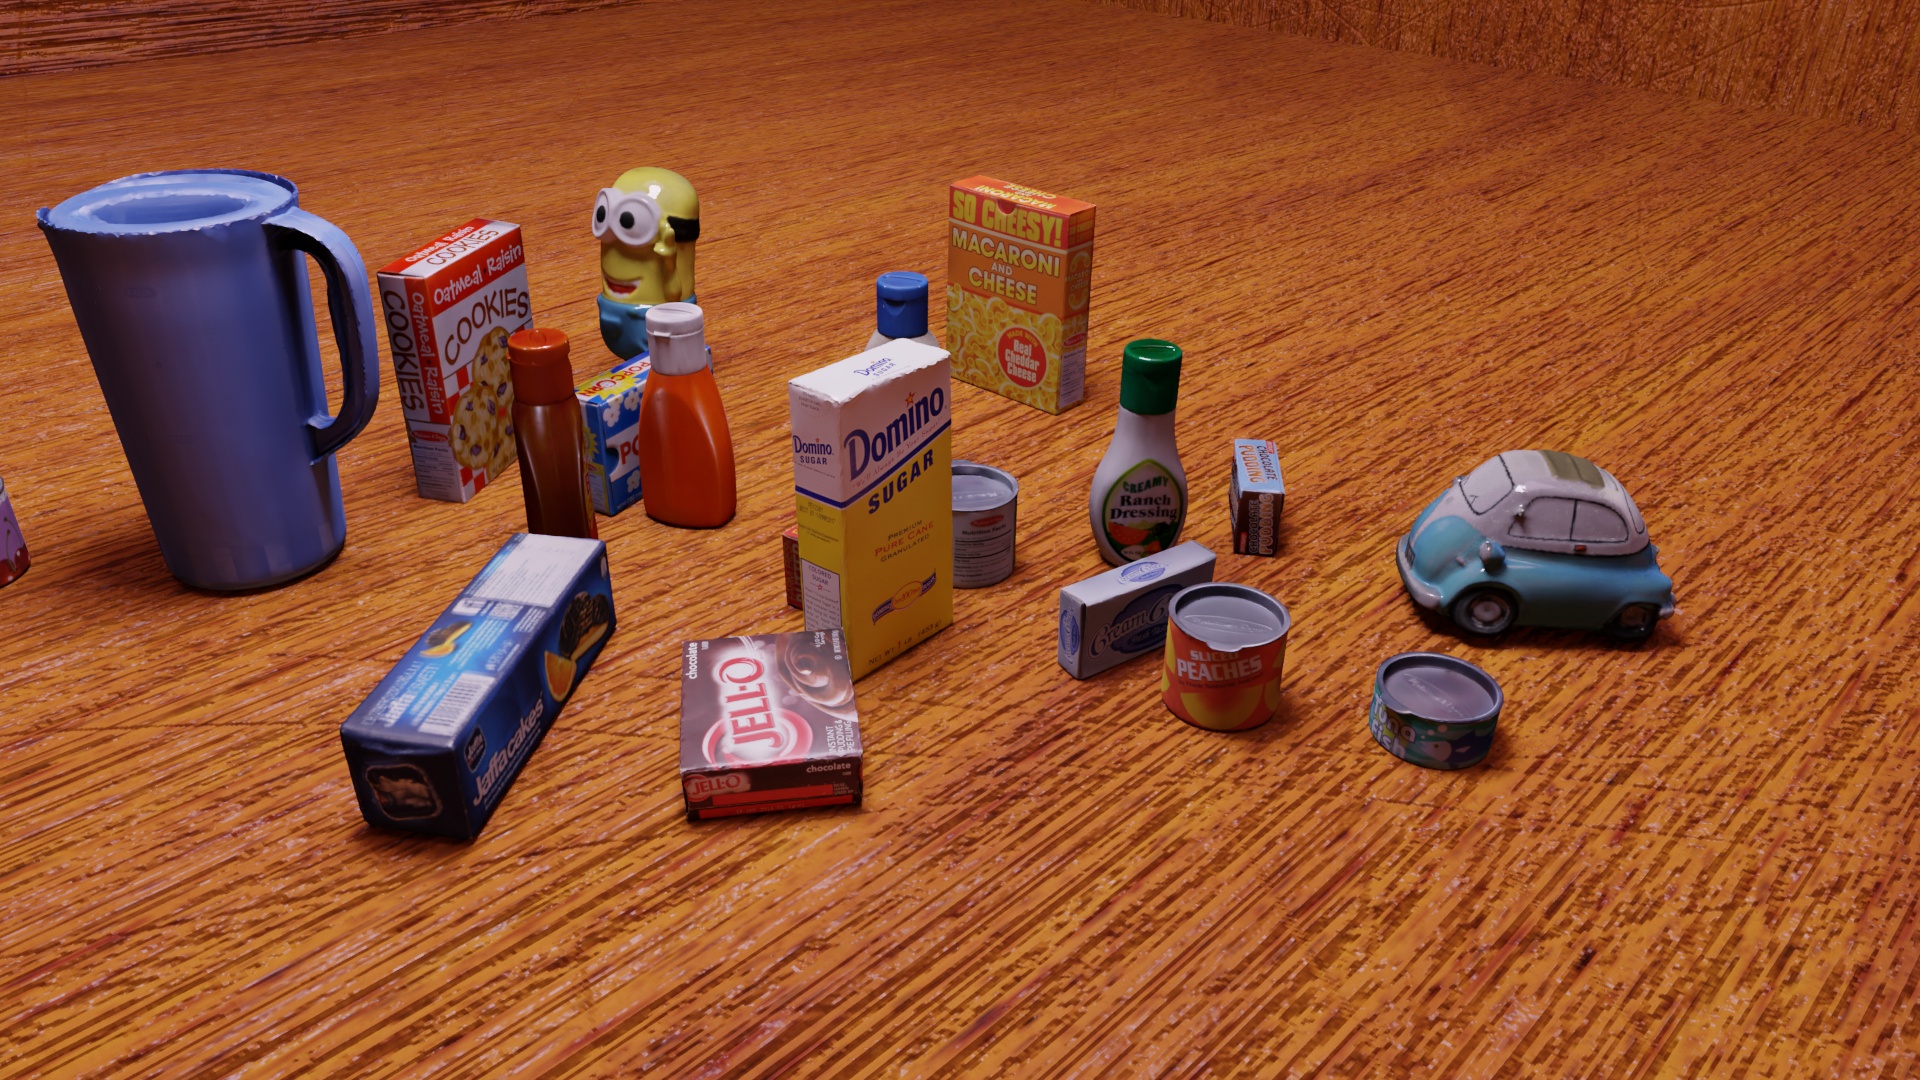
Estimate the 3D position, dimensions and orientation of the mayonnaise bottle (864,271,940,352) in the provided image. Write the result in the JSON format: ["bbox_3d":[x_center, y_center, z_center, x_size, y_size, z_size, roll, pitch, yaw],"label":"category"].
[{"bbox_3d":[-0.042,-0.116,0.994,0.065,0.147,0.041,9,30,14],"label":"mayonnaise bottle"}]

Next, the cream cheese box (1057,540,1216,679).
[{"bbox_3d":[0.104,0.040,0.818,0.104,0.053,0.024,-18,34,-30],"label":"cream cheese box"}]

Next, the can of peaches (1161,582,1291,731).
[{"bbox_3d":[0.146,0.065,0.770,0.071,0.057,0.071,1,29,0],"label":"can of peaches"}]

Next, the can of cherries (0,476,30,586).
[{"bbox_3d":[-0.624,-0.002,0.860,0.071,0.058,0.072,1,29,0],"label":"can of cherries"}]

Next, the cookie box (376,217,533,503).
[{"bbox_3d":[-0.349,-0.129,0.986,0.040,0.166,0.123,7,30,11],"label":"cookie box"}]

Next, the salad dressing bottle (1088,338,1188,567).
[{"bbox_3d":[0.117,-0.055,0.891,0.064,0.147,0.044,-1,29,-4],"label":"salad dressing bottle"}]

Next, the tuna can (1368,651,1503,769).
[{"bbox_3d":[0.255,0.092,0.752,0.071,0.032,0.071,1,29,0],"label":"tuna can"}]

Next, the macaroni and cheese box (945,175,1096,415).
[{"bbox_3d":[0.046,-0.199,1.125,0.124,0.165,0.040,24,36,35],"label":"macaroni and cheese box"}]

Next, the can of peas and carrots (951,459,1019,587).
[{"bbox_3d":[0.003,-0.011,0.900,0.071,0.058,0.071,1,29,0],"label":"can of peas and carrots"}]

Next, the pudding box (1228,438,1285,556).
[{"bbox_3d":[0.202,-0.031,0.952,0.030,0.049,0.084,4,29,6],"label":"pudding box"}]

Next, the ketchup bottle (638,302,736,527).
[{"bbox_3d":[-0.186,-0.083,0.928,0.065,0.148,0.044,9,30,14],"label":"ketchup bottle"}]

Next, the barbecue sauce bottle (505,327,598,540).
[{"bbox_3d":[-0.261,-0.060,0.885,0.044,0.147,0.065,-10,31,-19],"label":"barbecue sauce bottle"}]

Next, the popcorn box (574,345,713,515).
[{"bbox_3d":[-0.226,-0.084,0.993,0.038,0.084,0.127,15,32,23],"label":"popcorn box"}]

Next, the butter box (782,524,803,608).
[{"bbox_3d":[-0.070,0.000,0.882,0.024,0.052,0.104,20,34,30],"label":"butter box"}]
